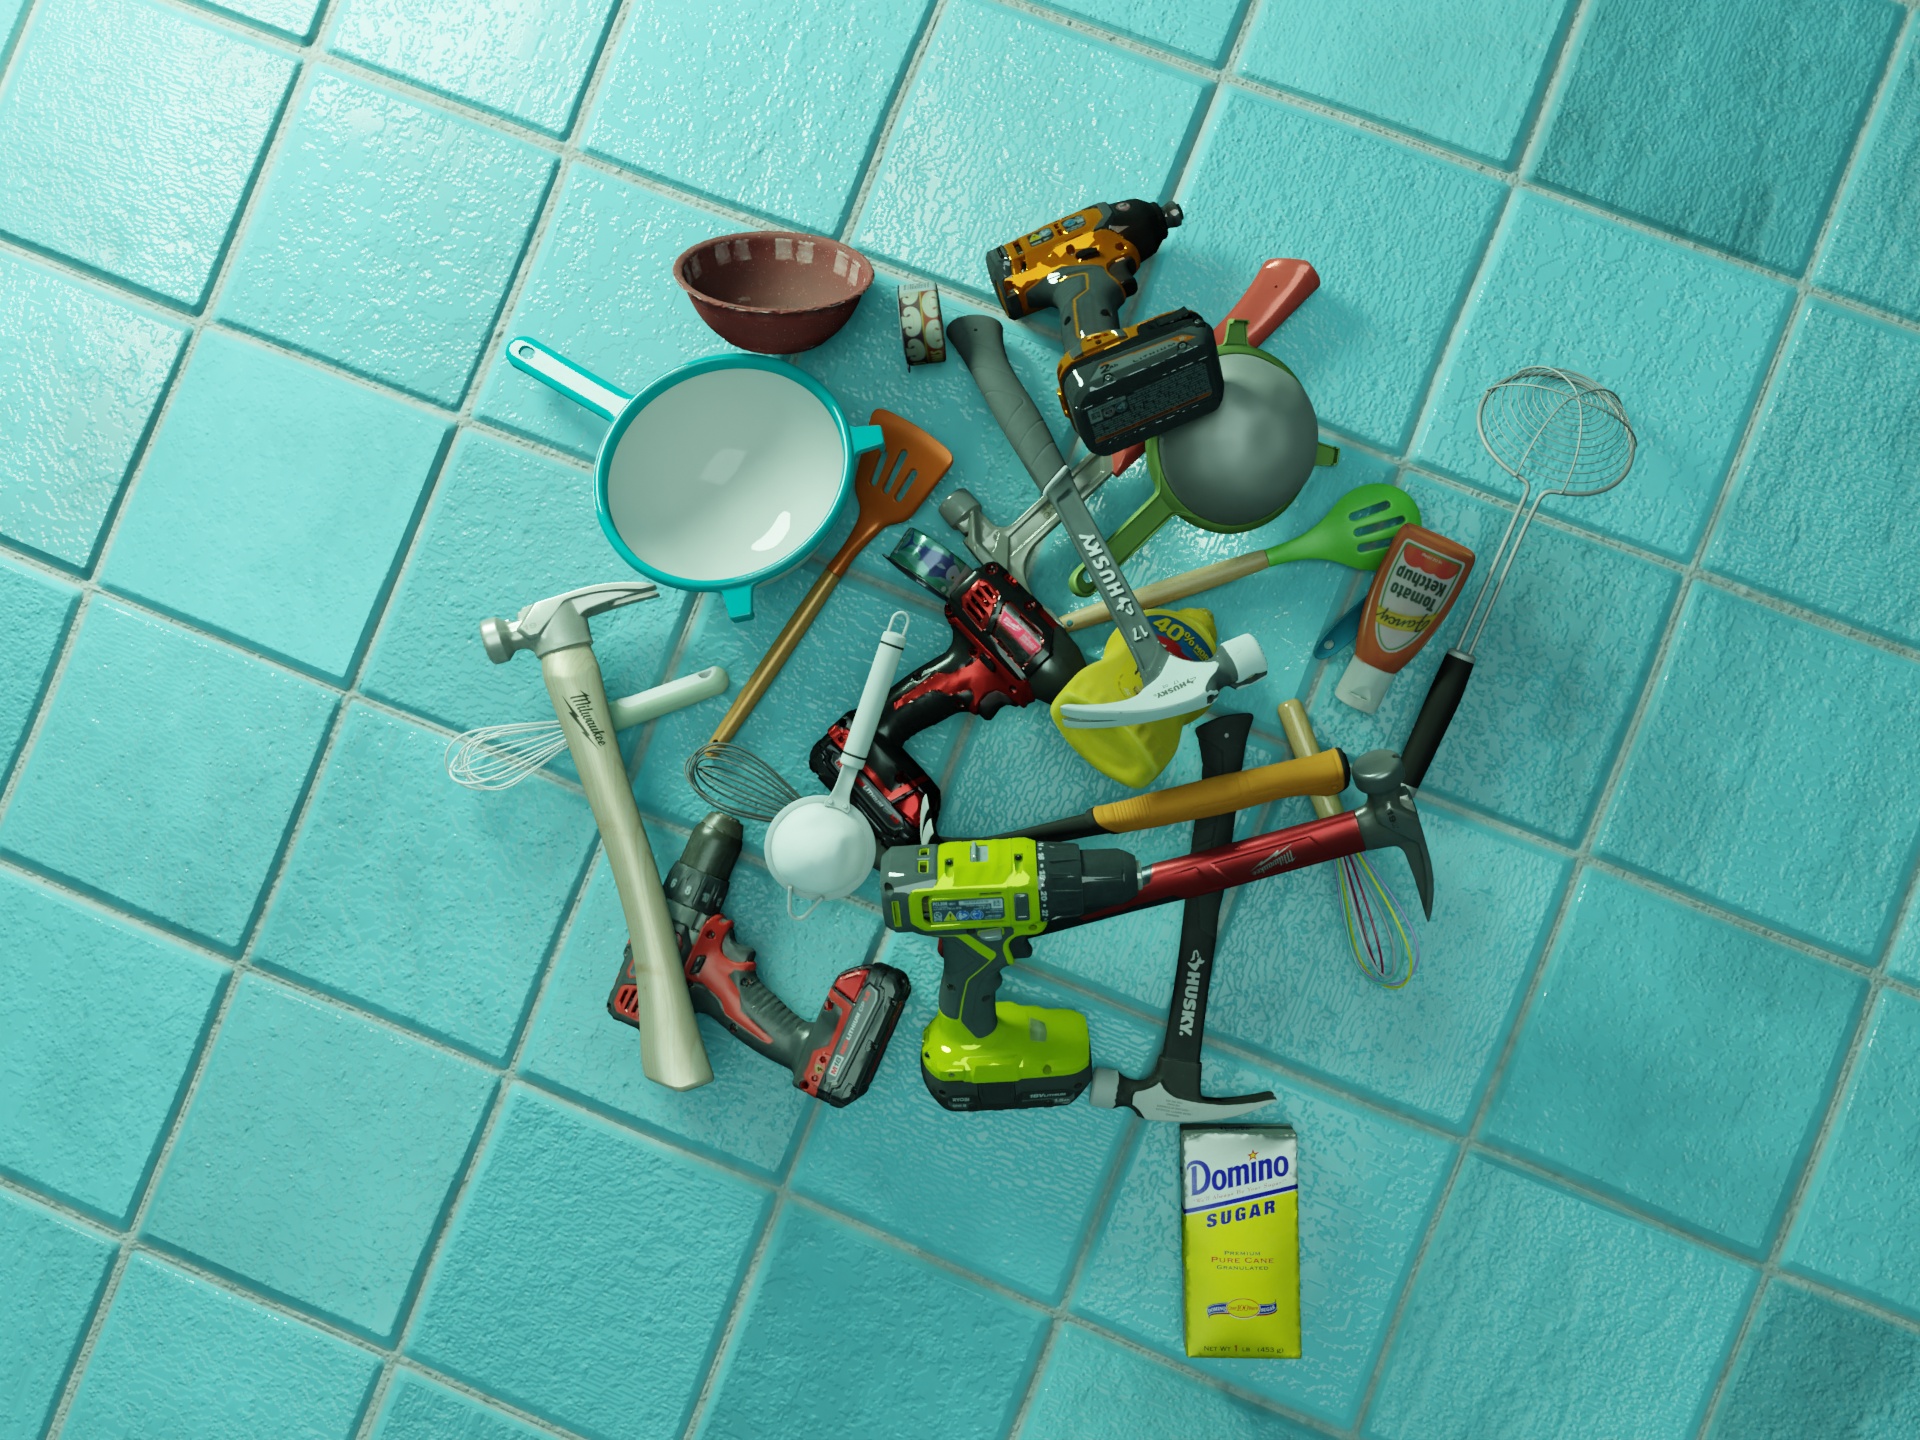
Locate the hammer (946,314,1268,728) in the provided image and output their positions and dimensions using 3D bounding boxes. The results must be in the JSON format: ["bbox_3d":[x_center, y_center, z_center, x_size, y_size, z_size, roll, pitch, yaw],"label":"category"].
[{"bbox_3d":[0.077,-0.167,1.226,0.149,0.036,0.409,-23,61,-4],"label":"hammer"}]

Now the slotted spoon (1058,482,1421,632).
[{"bbox_3d":[0.226,-0.122,1.300,0.314,0.031,0.070,-17,95,5],"label":"slotted spoon"}]

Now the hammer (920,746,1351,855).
[{"bbox_3d":[0.136,0.068,1.234,0.337,0.127,0.034,-13,57,1],"label":"hammer"}]

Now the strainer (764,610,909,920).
[{"bbox_3d":[-0.087,0.038,1.226,0.087,0.050,0.258,18,93,-8],"label":"strainer"}]

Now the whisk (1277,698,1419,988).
[{"bbox_3d":[0.304,0.100,1.280,0.051,0.047,0.245,-18,82,-9],"label":"whisk"}]

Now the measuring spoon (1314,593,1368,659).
[{"bbox_3d":[0.334,-0.098,1.291,0.042,0.021,0.128,40,108,-13],"label":"measuring spoon"}]

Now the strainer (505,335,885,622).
[{"bbox_3d":[-0.233,-0.215,1.308,0.340,0.095,0.211,32,77,19],"label":"strainer"}]

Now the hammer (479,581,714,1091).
[{"bbox_3d":[-0.259,0.089,1.265,0.146,0.038,0.411,-17,79,-6],"label":"hammer"}]

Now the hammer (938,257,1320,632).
[{"bbox_3d":[0.159,-0.238,1.298,0.359,0.036,0.149,-43,79,0],"label":"hammer"}]

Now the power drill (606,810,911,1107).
[{"bbox_3d":[-0.155,0.194,1.289,0.227,0.080,0.188,23,84,8],"label":"power drill"}]

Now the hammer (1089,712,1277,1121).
[{"bbox_3d":[0.200,0.158,1.286,0.146,0.035,0.335,8,88,5],"label":"hammer"}]

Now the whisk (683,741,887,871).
[{"bbox_3d":[-0.116,0.083,1.303,0.239,0.055,0.055,27,90,-3],"label":"whisk"}]

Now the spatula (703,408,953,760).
[{"bbox_3d":[-0.121,-0.104,1.315,0.081,0.041,0.322,34,91,10],"label":"spatula"}]

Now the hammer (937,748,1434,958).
[{"bbox_3d":[0.168,0.138,1.241,0.386,0.038,0.143,-17,116,14],"label":"hammer"}]

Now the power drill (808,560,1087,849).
[{"bbox_3d":[-0.002,-0.004,1.267,0.143,0.078,0.219,46,100,4],"label":"power drill"}]

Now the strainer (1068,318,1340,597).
[{"bbox_3d":[0.189,-0.185,1.246,0.256,0.069,0.151,-44,110,-8],"label":"strainer"}]

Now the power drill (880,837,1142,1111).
[{"bbox_3d":[0.044,0.188,1.216,0.190,0.080,0.228,-3,122,3],"label":"power drill"}]

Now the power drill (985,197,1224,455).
[{"bbox_3d":[0.126,-0.324,1.247,0.164,0.084,0.227,-23,51,3],"label":"power drill"}]

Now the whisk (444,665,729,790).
[{"bbox_3d":[-0.310,0.003,1.322,0.246,0.058,0.059,-19,121,-1],"label":"whisk"}]

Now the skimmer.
[{"bbox_3d":[0.427,-0.110,1.285,0.127,0.090,0.363,23,99,8],"label":"skimmer"}]
